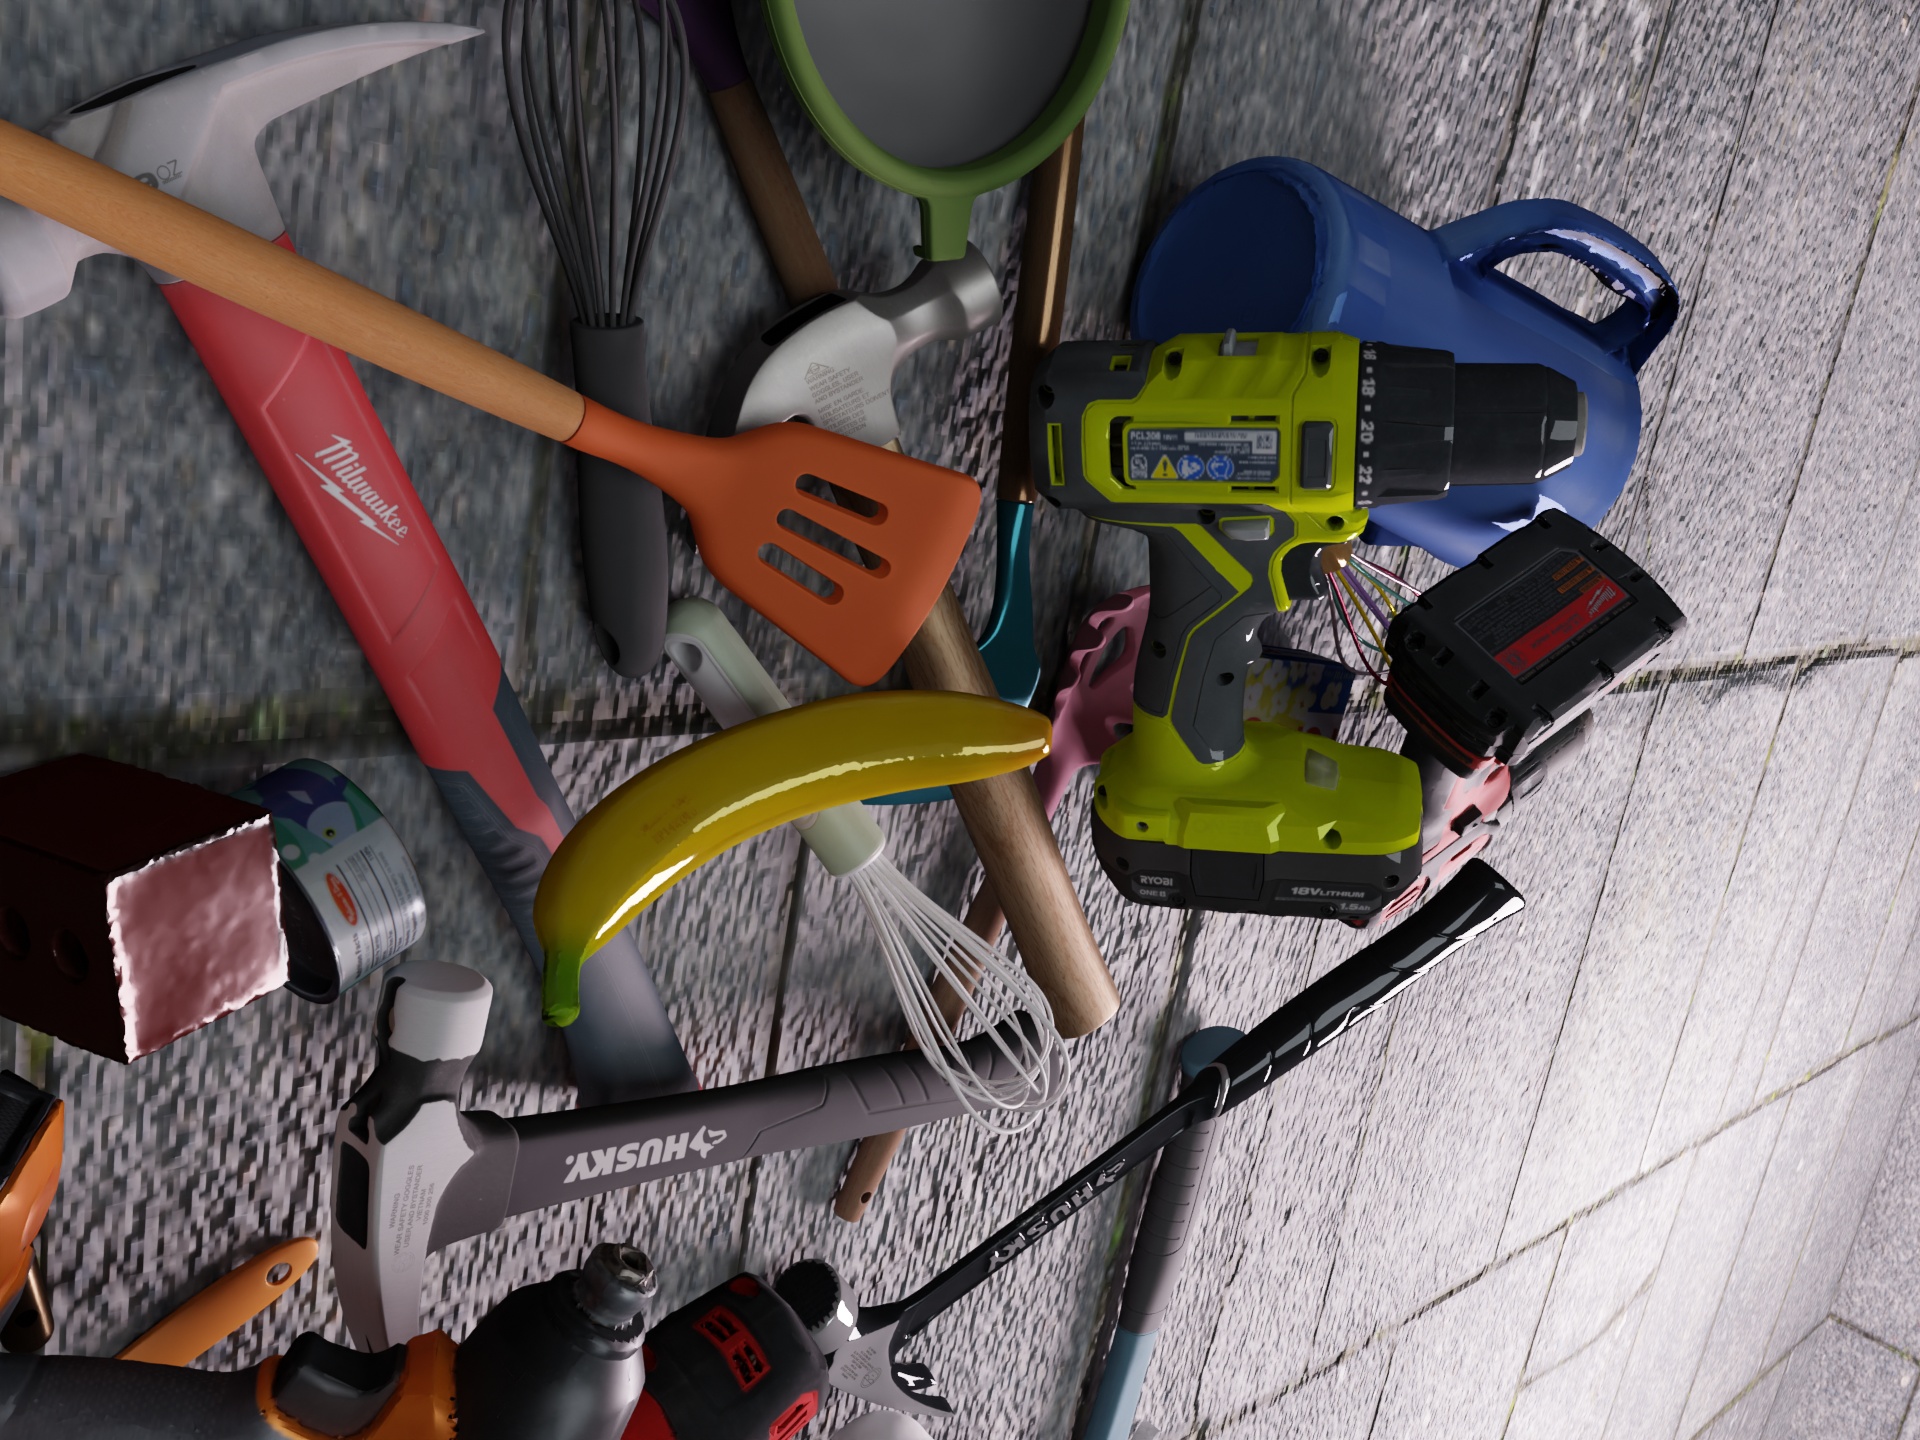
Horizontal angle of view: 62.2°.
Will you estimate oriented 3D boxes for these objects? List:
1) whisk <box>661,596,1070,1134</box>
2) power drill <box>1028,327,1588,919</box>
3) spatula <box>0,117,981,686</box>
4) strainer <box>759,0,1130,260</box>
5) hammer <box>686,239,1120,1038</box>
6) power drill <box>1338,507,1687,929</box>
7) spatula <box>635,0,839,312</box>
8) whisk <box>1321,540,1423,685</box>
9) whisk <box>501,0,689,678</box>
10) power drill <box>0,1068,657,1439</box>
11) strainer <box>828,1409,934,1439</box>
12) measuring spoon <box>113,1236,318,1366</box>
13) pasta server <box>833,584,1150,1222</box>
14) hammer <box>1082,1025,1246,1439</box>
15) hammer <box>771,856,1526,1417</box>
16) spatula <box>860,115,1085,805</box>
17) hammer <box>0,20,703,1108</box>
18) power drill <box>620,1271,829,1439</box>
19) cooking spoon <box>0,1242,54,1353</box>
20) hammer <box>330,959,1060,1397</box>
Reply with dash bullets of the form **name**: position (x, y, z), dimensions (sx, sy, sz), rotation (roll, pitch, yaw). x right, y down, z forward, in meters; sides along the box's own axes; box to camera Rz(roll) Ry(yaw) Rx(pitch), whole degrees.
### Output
- **whisk**: position (-0.034, 0.057, 0.588), dimensions (0.246, 0.058, 0.059), rotation (56, 42, -17)
- **power drill**: position (0.129, -0.038, 0.612), dimensions (0.080, 0.190, 0.228), rotation (-66, 155, -56)
- **spatula**: position (-0.123, -0.089, 0.435), dimensions (0.322, 0.041, 0.081), rotation (20, 104, -47)
- **strainer**: position (-0.047, -0.269, 0.465), dimensions (0.256, 0.069, 0.151), rotation (38, 82, -45)
- **hammer**: position (-0.001, -0.002, 0.609), dimensions (0.130, 0.031, 0.331), rotation (-29, 121, -12)
- **power drill**: position (0.265, 0.000, 0.780), dimensions (0.188, 0.080, 0.226), rotation (-32, 155, -18)
- **spatula**: position (-0.068, -0.182, 0.520), dimensions (0.060, 0.018, 0.315), rotation (-40, 130, -21)
- **whisk**: position (0.176, -0.065, 0.721), dimensions (0.244, 0.051, 0.047), rotation (32, 76, -54)
- **whisk**: position (-0.106, -0.120, 0.489), dimensions (0.055, 0.055, 0.238), rotation (-21, 126, -37)
- **power drill**: position (-0.201, 0.175, 0.424), dimensions (0.226, 0.084, 0.164), rotation (33, 97, -20)
- **strainer**: position (0.002, 0.372, 0.787), dimensions (0.258, 0.087, 0.050), rotation (33, 51, -47)
- **measuring spoon**: position (-0.258, 0.207, 0.509), dimensions (0.117, 0.011, 0.021), rotation (-35, 129, -28)
- **pasta server**: position (0.019, 0.082, 0.707), dimensions (0.060, 0.040, 0.316), rotation (25, 91, -38)
- **hammer**: position (0.104, 0.330, 0.901), dimensions (0.128, 0.033, 0.331), rotation (3, 105, -44)
- **hammer**: position (0.108, 0.193, 0.765), dimensions (0.409, 0.036, 0.149), rotation (-34, 135, -8)
- **spatula**: position (0.016, -0.114, 0.630), dimensions (0.082, 0.044, 0.317), rotation (-2, 104, -42)
- **hammer**: position (-0.146, -0.012, 0.505), dimensions (0.143, 0.038, 0.385), rotation (-39, 130, -28)
- **power drill**: position (-0.120, 0.305, 0.590), dimensions (0.143, 0.079, 0.219), rotation (-30, 146, -32)
- **cooking spoon**: position (-0.279, 0.039, 0.410), dimensions (0.068, 0.017, 0.318), rotation (-21, 121, -39)
- **hammer**: position (-0.073, 0.153, 0.596), dimensions (0.334, 0.035, 0.146), rotation (4, 101, -49)
